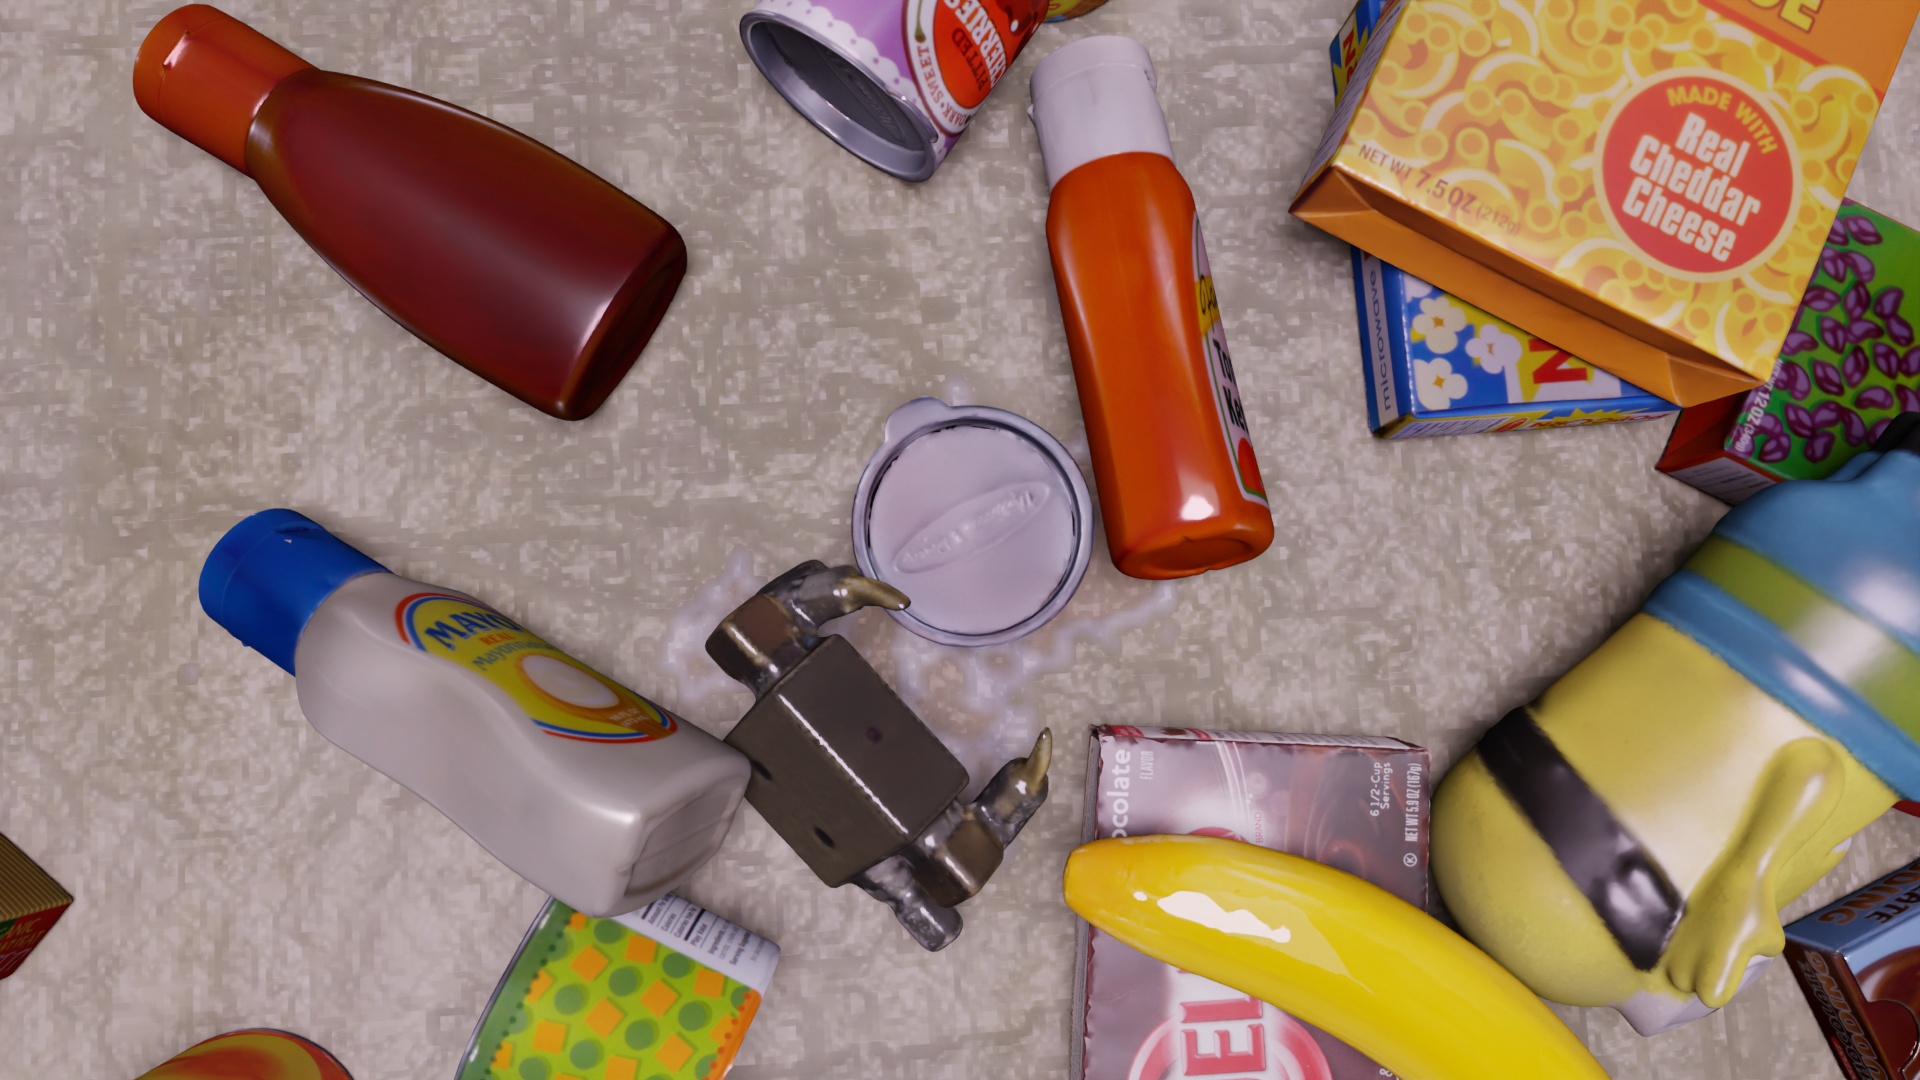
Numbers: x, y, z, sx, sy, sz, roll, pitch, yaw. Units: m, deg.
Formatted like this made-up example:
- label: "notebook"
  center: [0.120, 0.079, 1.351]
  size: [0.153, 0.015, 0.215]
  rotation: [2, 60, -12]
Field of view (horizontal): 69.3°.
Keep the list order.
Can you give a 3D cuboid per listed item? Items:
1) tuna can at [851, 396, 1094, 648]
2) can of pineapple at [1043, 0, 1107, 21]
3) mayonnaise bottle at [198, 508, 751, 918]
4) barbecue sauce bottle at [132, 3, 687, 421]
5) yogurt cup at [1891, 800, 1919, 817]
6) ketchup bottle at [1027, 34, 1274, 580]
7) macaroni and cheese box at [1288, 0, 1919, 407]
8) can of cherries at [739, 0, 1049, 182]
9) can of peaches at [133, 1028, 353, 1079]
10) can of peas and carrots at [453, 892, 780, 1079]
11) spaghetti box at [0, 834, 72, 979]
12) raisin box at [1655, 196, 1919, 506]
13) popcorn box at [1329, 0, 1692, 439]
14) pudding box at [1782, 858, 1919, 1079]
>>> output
- label: "tuna can"
  center: [0.001, -0.005, 0.389]
  size: [0.071, 0.033, 0.071]
  rotation: [0, 84, -3]
- label: "can of pineapple"
  center: [0.025, -0.190, 0.396]
  size: [0.071, 0.058, 0.071]
  rotation: [0, 85, -3]
- label: "mayonnaise bottle"
  center: [-0.129, 0.040, 0.357]
  size: [0.148, 0.065, 0.041]
  rotation: [28, 103, 16]
- label: "barbecue sauce bottle"
  center: [-0.154, -0.096, 0.385]
  size: [0.148, 0.043, 0.065]
  rotation: [31, 84, 1]
- label: "yogurt cup"
  center: [0.289, 0.053, 0.388]
  size: [0.072, 0.054, 0.072]
  rotation: [0, 84, -3]
- label: "ketchup bottle"
  center: [0.049, -0.066, 0.386]
  size: [0.043, 0.064, 0.149]
  rotation: [-14, 76, 13]
- label: "macaroni and cheese box"
  center: [0.180, -0.137, 0.368]
  size: [0.124, 0.040, 0.166]
  rotation: [26, 83, -2]
- label: "can of cherries"
  center: [-0.016, -0.143, 0.384]
  size: [0.071, 0.071, 0.058]
  rotation: [35, 83, 1]
- label: "can of peaches"
  center: [-0.195, 0.164, 0.349]
  size: [0.071, 0.058, 0.071]
  rotation: [0, 85, -3]
- label: "can of peas and carrots"
  center: [-0.087, 0.124, 0.355]
  size: [0.059, 0.071, 0.071]
  rotation: [26, 84, -1]
- label: "spaghetti box"
  center: [-0.343, 0.025, 0.360]
  size: [0.250, 0.050, 0.029]
  rotation: [42, 82, 2]
- label: "raisin box"
  center: [0.282, -0.033, 0.404]
  size: [0.123, 0.040, 0.086]
  rotation: [25, 83, 1]
- label: "popcorn box"
  center: [0.160, -0.096, 0.404]
  size: [0.085, 0.038, 0.126]
  rotation: [-4, 85, -3]
- label: "pudding box"
  center: [0.284, 0.118, 0.393]
  size: [0.084, 0.030, 0.049]
  rotation: [-25, 87, -5]
